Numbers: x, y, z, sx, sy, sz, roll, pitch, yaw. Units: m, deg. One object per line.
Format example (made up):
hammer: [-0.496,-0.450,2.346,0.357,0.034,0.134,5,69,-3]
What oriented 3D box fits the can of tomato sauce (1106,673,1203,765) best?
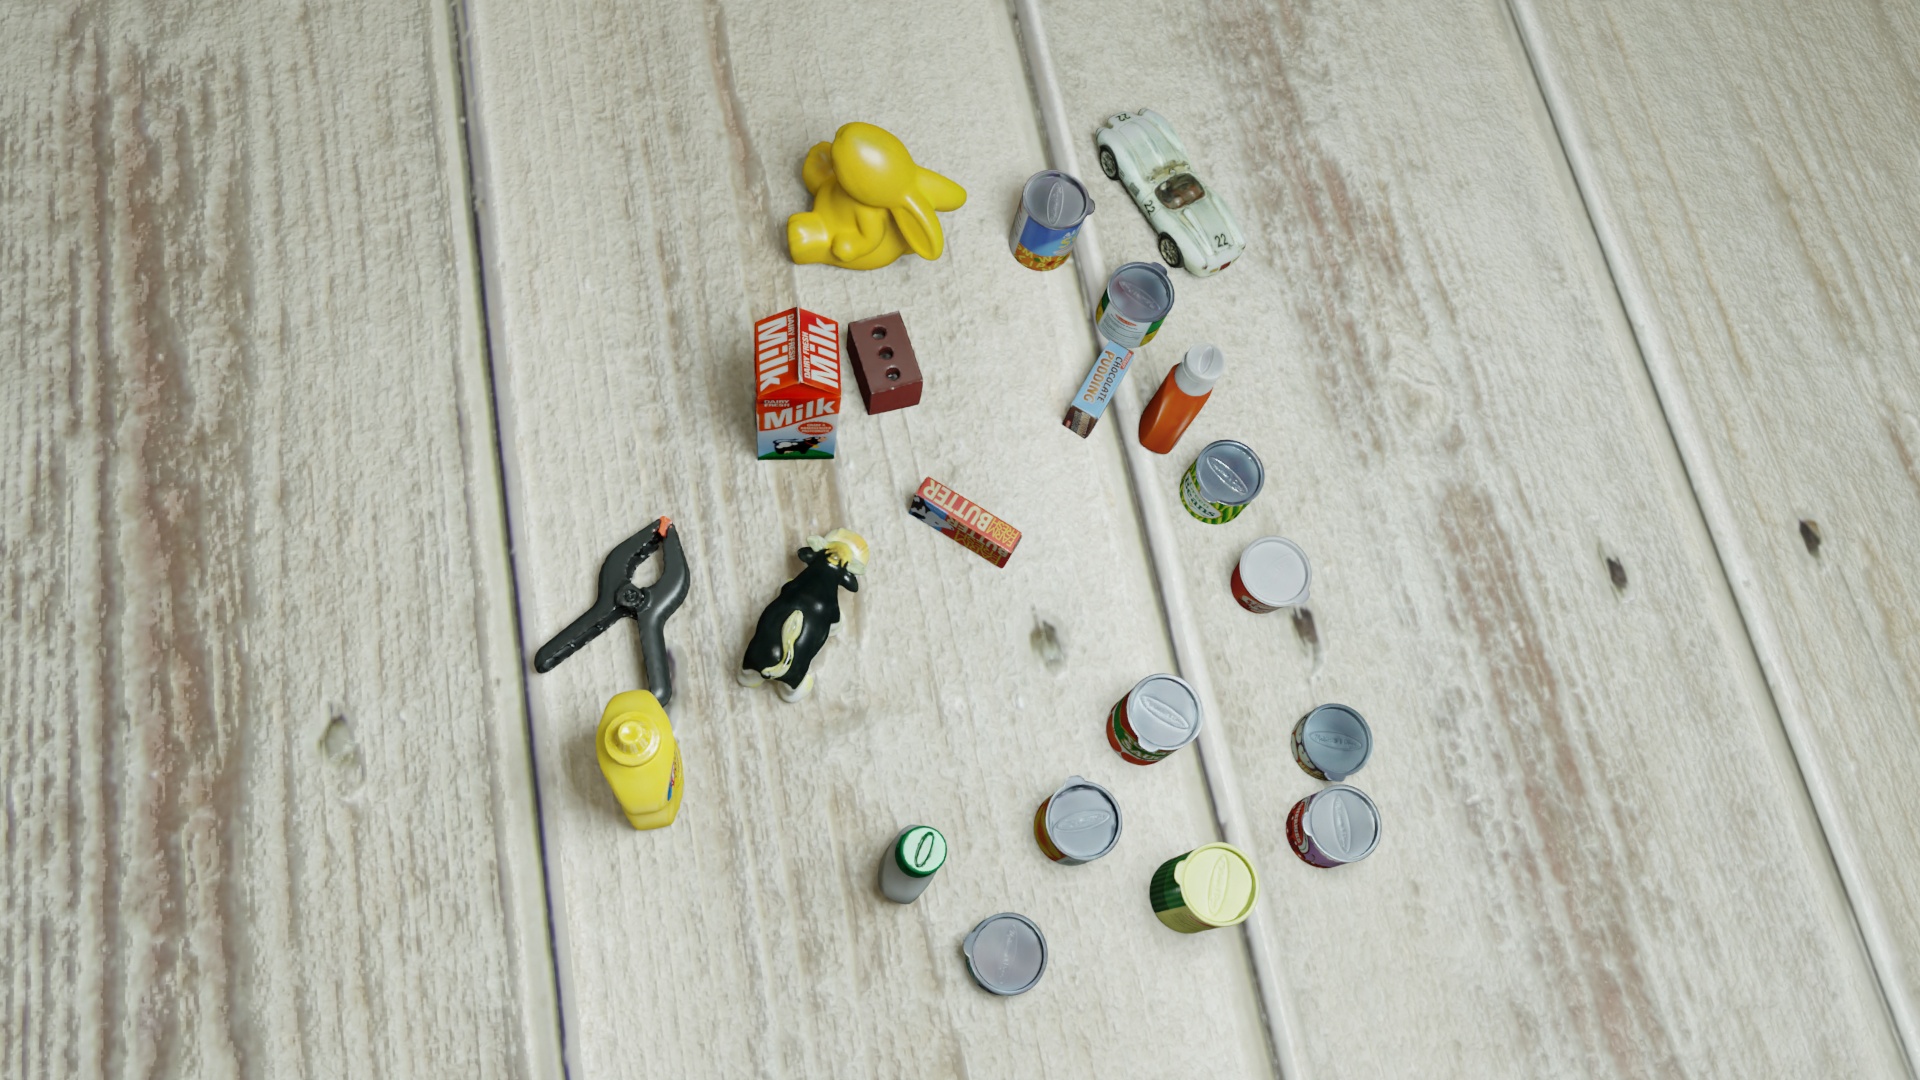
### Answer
can of tomato sauce: [0.167,0.159,1.212,0.071,0.082,0.071,3,71,-7]

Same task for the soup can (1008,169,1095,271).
soup can: [0.089,-0.312,1.365,0.071,0.083,0.071,3,71,-7]

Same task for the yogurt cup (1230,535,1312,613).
yogurt cup: [0.284,0.035,1.287,0.072,0.053,0.072,3,71,-7]

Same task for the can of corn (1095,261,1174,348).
can of corn: [0.172,-0.232,1.362,0.071,0.058,0.071,3,71,-7]

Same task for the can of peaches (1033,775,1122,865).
can of peaches: [0.099,0.240,1.187,0.071,0.058,0.071,3,71,-7]

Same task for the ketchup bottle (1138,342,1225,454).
ketchup bottle: [0.205,-0.135,1.285,0.043,0.148,0.065,22,70,0]

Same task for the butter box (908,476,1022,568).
butter box: [0.005,-0.016,1.266,0.103,0.053,0.024,31,70,3]

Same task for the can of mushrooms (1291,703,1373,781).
can of mushrooms: [0.334,0.185,1.253,0.071,0.033,0.071,3,71,-7]

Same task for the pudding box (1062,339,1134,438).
pudding box: [0.132,-0.145,1.331,0.030,0.049,0.084,30,70,3]

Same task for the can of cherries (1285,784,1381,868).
can of cherries: [0.323,0.250,1.215,0.071,0.058,0.071,3,71,-7]

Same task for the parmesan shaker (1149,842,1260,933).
parmesan shaker: [0.199,0.290,1.160,0.071,0.102,0.071,2,71,-7]

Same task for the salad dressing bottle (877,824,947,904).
salad dressing bottle: [-0.038,0.256,1.114,0.044,0.147,0.064,23,70,0]

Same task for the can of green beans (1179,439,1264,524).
can of green beans: [0.246,-0.054,1.311,0.071,0.057,0.071,3,71,-7]

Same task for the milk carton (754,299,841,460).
milk carton: [-0.143,-0.136,1.214,0.073,0.190,0.072,-2,72,-9]

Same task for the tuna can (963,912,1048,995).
tuna can: [0.035,0.344,1.155,0.071,0.032,0.071,3,71,-7]
